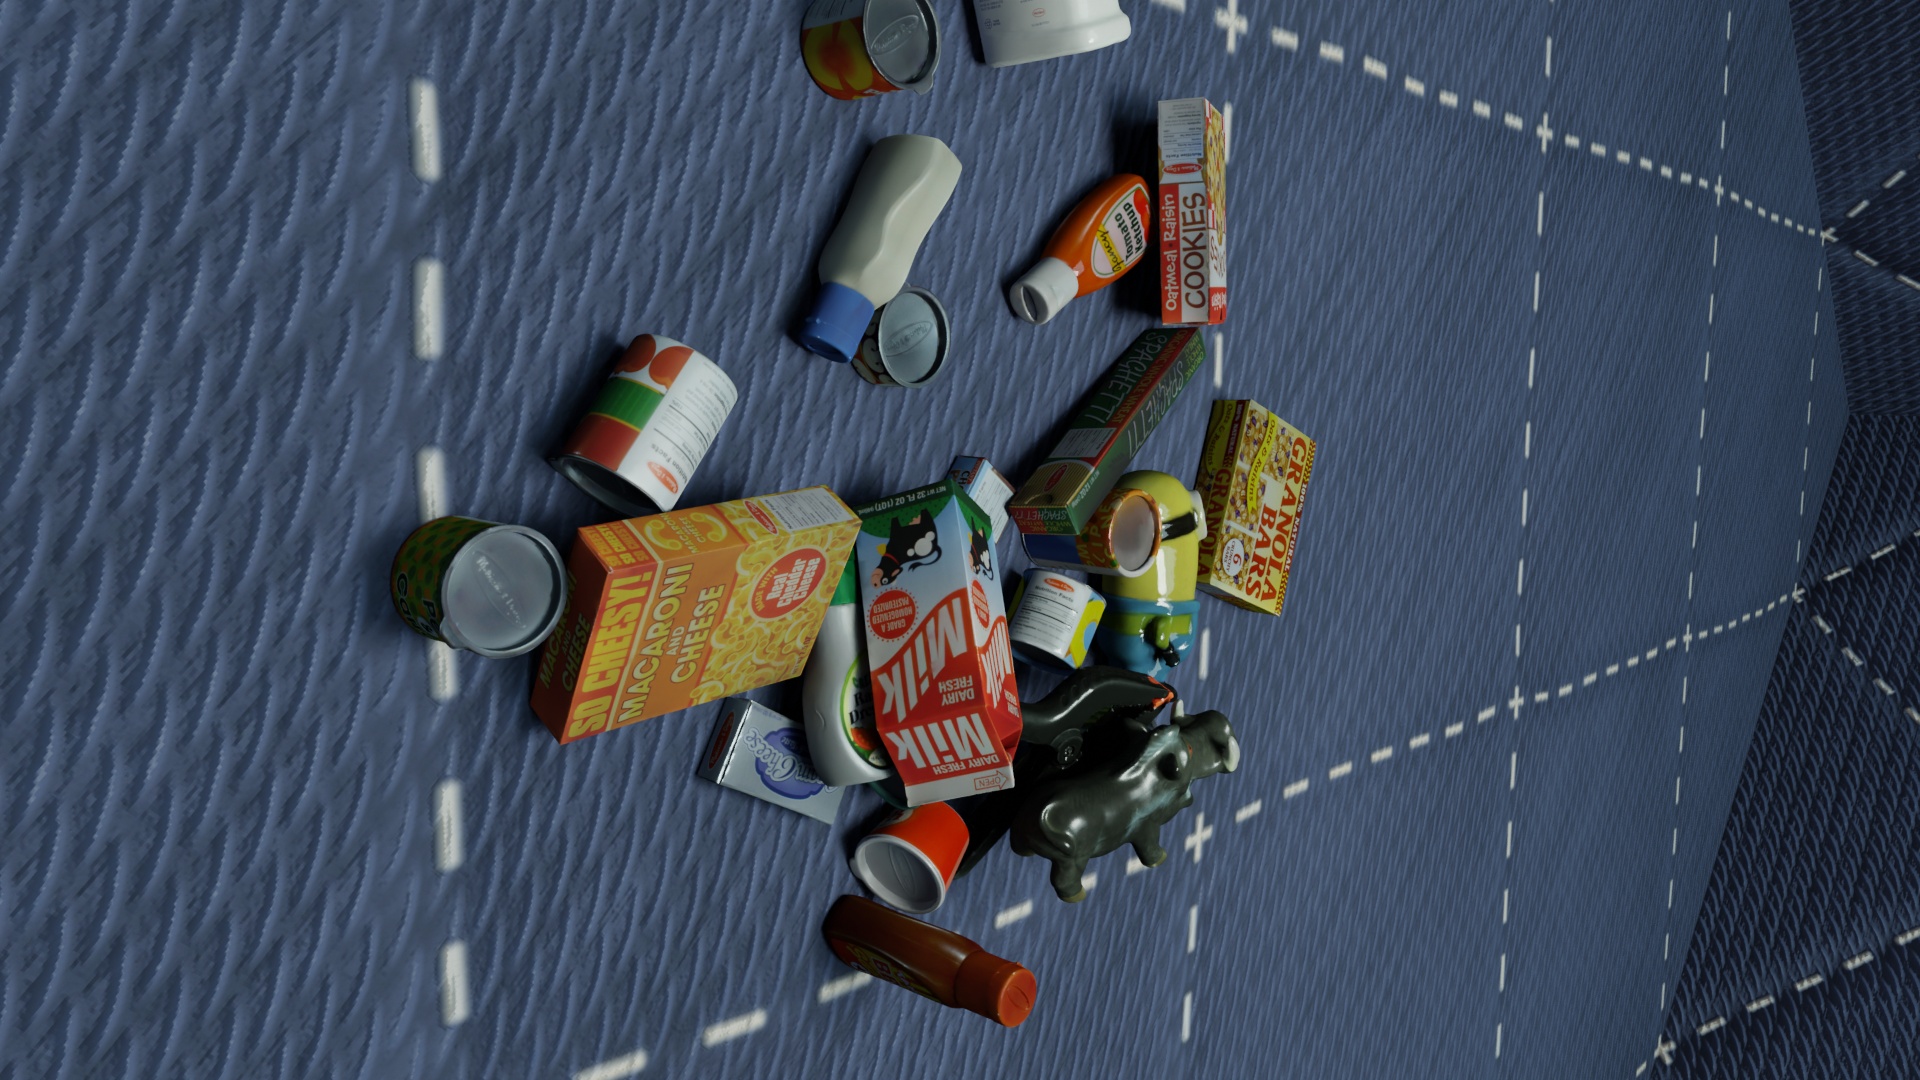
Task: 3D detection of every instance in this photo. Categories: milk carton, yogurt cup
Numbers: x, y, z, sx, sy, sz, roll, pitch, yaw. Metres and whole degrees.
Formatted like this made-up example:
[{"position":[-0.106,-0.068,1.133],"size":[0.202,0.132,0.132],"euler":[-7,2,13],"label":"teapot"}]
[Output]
[{"position":[-0.012,0.067,0.869],"size":[0.073,0.072,0.191],"euler":[42,37,-61],"label":"milk carton"},{"position":[-0.030,0.209,0.938],"size":[0.054,0.072,0.072],"euler":[-49,128,-47],"label":"yogurt cup"}]

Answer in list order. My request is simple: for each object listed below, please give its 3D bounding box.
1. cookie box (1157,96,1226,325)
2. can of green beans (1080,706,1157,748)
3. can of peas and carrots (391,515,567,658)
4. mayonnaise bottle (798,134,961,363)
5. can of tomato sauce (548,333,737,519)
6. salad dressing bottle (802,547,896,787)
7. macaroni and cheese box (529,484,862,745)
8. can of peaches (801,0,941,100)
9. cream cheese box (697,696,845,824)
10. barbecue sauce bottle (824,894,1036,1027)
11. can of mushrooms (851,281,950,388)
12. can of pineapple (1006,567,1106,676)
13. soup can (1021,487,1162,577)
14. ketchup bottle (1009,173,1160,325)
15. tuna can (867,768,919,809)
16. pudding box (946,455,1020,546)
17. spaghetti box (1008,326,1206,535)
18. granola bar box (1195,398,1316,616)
[{"position":[0.185,-0.254,1.093],"size":[0.123,0.040,0.167],"euler":[-29,118,-71],"label":"cookie box"},{"position":[0.115,0.162,1.091],"size":[0.071,0.058,0.071],"euler":[-7,100,-46],"label":"can of green beans"},{"position":[-0.242,0.024,0.694],"size":[0.071,0.058,0.071],"euler":[-8,101,-45],"label":"can of peas and carrots"},{"position":[-0.055,-0.183,0.870],"size":[0.041,0.065,0.148],"euler":[38,72,-47],"label":"mayonnaise bottle"},{"position":[-0.171,-0.061,0.757],"size":[0.071,0.071,0.083],"euler":[45,63,-40],"label":"can of tomato sauce"},{"position":[-0.074,0.077,0.870],"size":[0.064,0.044,0.147],"euler":[-3,82,-55],"label":"salad dressing bottle"},{"position":[-0.146,0.038,0.773],"size":[0.167,0.040,0.123],"euler":[-12,136,-45],"label":"macaroni and cheese box"},{"position":[-0.054,-0.306,0.856],"size":[0.071,0.058,0.071],"euler":[-8,100,-47],"label":"can of peaches"},{"position":[-0.112,0.139,0.872],"size":[0.103,0.024,0.053],"euler":[33,72,-44],"label":"cream cheese box"},{"position":[-0.018,0.272,0.896],"size":[0.044,0.148,0.064],"euler":[-57,131,-26],"label":"barbecue sauce bottle"},{"position":[-0.041,-0.135,0.908],"size":[0.071,0.033,0.071],"euler":[-8,101,-45],"label":"can of mushrooms"},{"position":[0.067,0.061,1.023],"size":[0.071,0.071,0.058],"euler":[40,67,-42],"label":"can of pineapple"},{"position":[0.098,-0.011,1.033],"size":[0.071,0.084,0.071],"euler":[-7,99,-46],"label":"soup can"},{"position":[0.092,-0.213,1.033],"size":[0.149,0.043,0.064],"euler":[-45,128,-33],"label":"ketchup bottle"},{"position":[-0.037,0.145,0.921],"size":[0.033,0.071,0.070],"euler":[-31,117,-39],"label":"tuna can"},{"position":[0.003,-0.012,0.972],"size":[0.049,0.030,0.084],"euler":[45,63,-42],"label":"pudding box"},{"position":[0.117,-0.088,1.046],"size":[0.251,0.050,0.028],"euler":[-51,131,-40],"label":"spaghetti box"},{"position":[0.255,-0.028,1.231],"size":[0.124,0.039,0.165],"euler":[22,78,-45],"label":"granola bar box"}]
